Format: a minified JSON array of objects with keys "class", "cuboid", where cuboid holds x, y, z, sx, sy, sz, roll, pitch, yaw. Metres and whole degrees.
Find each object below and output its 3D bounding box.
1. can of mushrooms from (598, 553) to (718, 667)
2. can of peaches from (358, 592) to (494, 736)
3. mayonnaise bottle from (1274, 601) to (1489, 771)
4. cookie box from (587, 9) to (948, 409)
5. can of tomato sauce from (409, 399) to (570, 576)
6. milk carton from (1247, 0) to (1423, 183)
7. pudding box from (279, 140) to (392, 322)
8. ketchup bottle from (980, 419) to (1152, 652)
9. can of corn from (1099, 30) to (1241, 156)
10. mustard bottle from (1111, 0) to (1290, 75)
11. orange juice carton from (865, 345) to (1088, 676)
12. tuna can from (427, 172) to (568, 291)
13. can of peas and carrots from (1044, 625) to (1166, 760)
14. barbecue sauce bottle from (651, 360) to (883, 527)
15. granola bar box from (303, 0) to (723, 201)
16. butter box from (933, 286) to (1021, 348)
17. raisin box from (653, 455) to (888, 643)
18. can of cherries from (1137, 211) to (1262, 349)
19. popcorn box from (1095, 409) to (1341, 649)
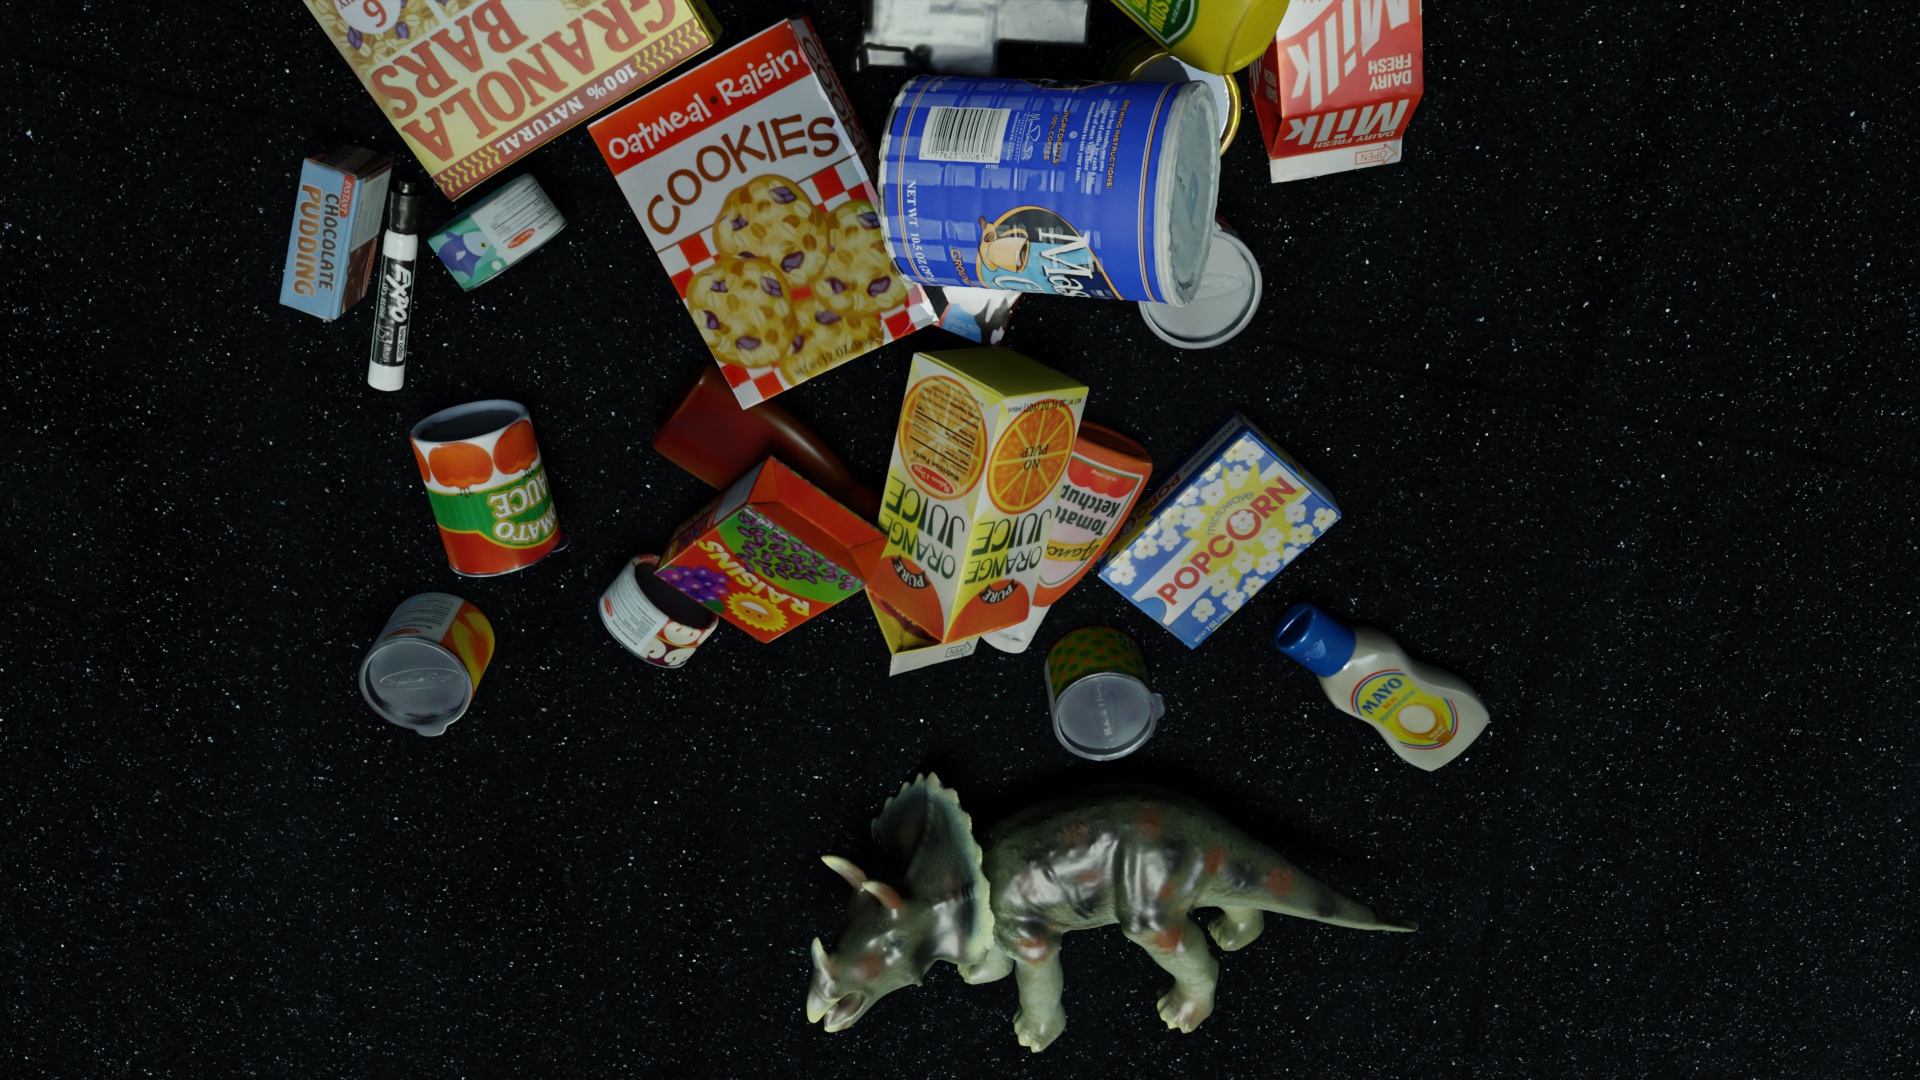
[{"class":"can of mushrooms","cuboid":[-0.181,0.042,0.843,0.071,0.071,0.033,36,110,-19]},{"class":"can of peaches","cuboid":[-0.327,0.075,0.857,0.071,0.058,0.071,-1,118,-2]},{"class":"mayonnaise bottle","cuboid":[0.269,0.091,0.899,0.148,0.041,0.064,32,114,-18]},{"class":"cookie box","cuboid":[-0.098,-0.170,0.730,0.123,0.040,0.167,-22,108,17]},{"class":"can of tomato sauce","cuboid":[-0.270,-0.031,0.798,0.071,0.071,0.082,-7,117,1]},{"class":"milk carton","cuboid":[0.182,-0.276,0.687,0.072,0.074,0.189,-9,118,2]},{"class":"pudding box","cuboid":[-0.331,-0.164,0.737,0.030,0.050,0.083,18,115,-10]},{"class":"ketchup bottle","cuboid":[0.056,0.000,0.842,0.065,0.044,0.148,18,116,-19]},{"class":"can of corn","cuboid":[0.109,-0.228,0.717,0.071,0.058,0.070,-1,118,-2]},{"class":"mustard bottle","cuboid":[0.084,-0.289,0.662,0.160,0.049,0.065,43,151,17]},{"class":"orange juice carton","cuboid":[0.003,-0.010,0.798,0.072,0.073,0.191,-12,125,-44]},{"class":"tuna can","cuboid":[-0.245,-0.163,0.734,0.071,0.071,0.032,-28,114,12]},{"class":"can of peas and carrots","cuboid":[0.091,0.095,0.884,0.071,0.059,0.070,-1,118,-2]},{"class":"barbecue sauce bottle","cuboid":[-0.102,-0.041,0.813,0.148,0.044,0.064,33,124,-19]},{"class":"granola bar box","cuboid":[-0.224,-0.266,0.695,0.165,0.039,0.124,-27,116,11]},{"class":"butter box","cuboid":[-0.017,-0.150,0.772,0.103,0.024,0.053,18,115,-12]},{"class":"raisin box","cuboid":[-0.113,0.008,0.809,0.086,0.040,0.123,35,143,-21]},{"class":"can of cherries","cuboid":[0.127,-0.148,0.760,0.071,0.058,0.071,0,118,-1]},{"class":"popcorn box","cuboid":[0.155,-0.006,0.846,0.085,0.038,0.126,37,110,-20]}]
